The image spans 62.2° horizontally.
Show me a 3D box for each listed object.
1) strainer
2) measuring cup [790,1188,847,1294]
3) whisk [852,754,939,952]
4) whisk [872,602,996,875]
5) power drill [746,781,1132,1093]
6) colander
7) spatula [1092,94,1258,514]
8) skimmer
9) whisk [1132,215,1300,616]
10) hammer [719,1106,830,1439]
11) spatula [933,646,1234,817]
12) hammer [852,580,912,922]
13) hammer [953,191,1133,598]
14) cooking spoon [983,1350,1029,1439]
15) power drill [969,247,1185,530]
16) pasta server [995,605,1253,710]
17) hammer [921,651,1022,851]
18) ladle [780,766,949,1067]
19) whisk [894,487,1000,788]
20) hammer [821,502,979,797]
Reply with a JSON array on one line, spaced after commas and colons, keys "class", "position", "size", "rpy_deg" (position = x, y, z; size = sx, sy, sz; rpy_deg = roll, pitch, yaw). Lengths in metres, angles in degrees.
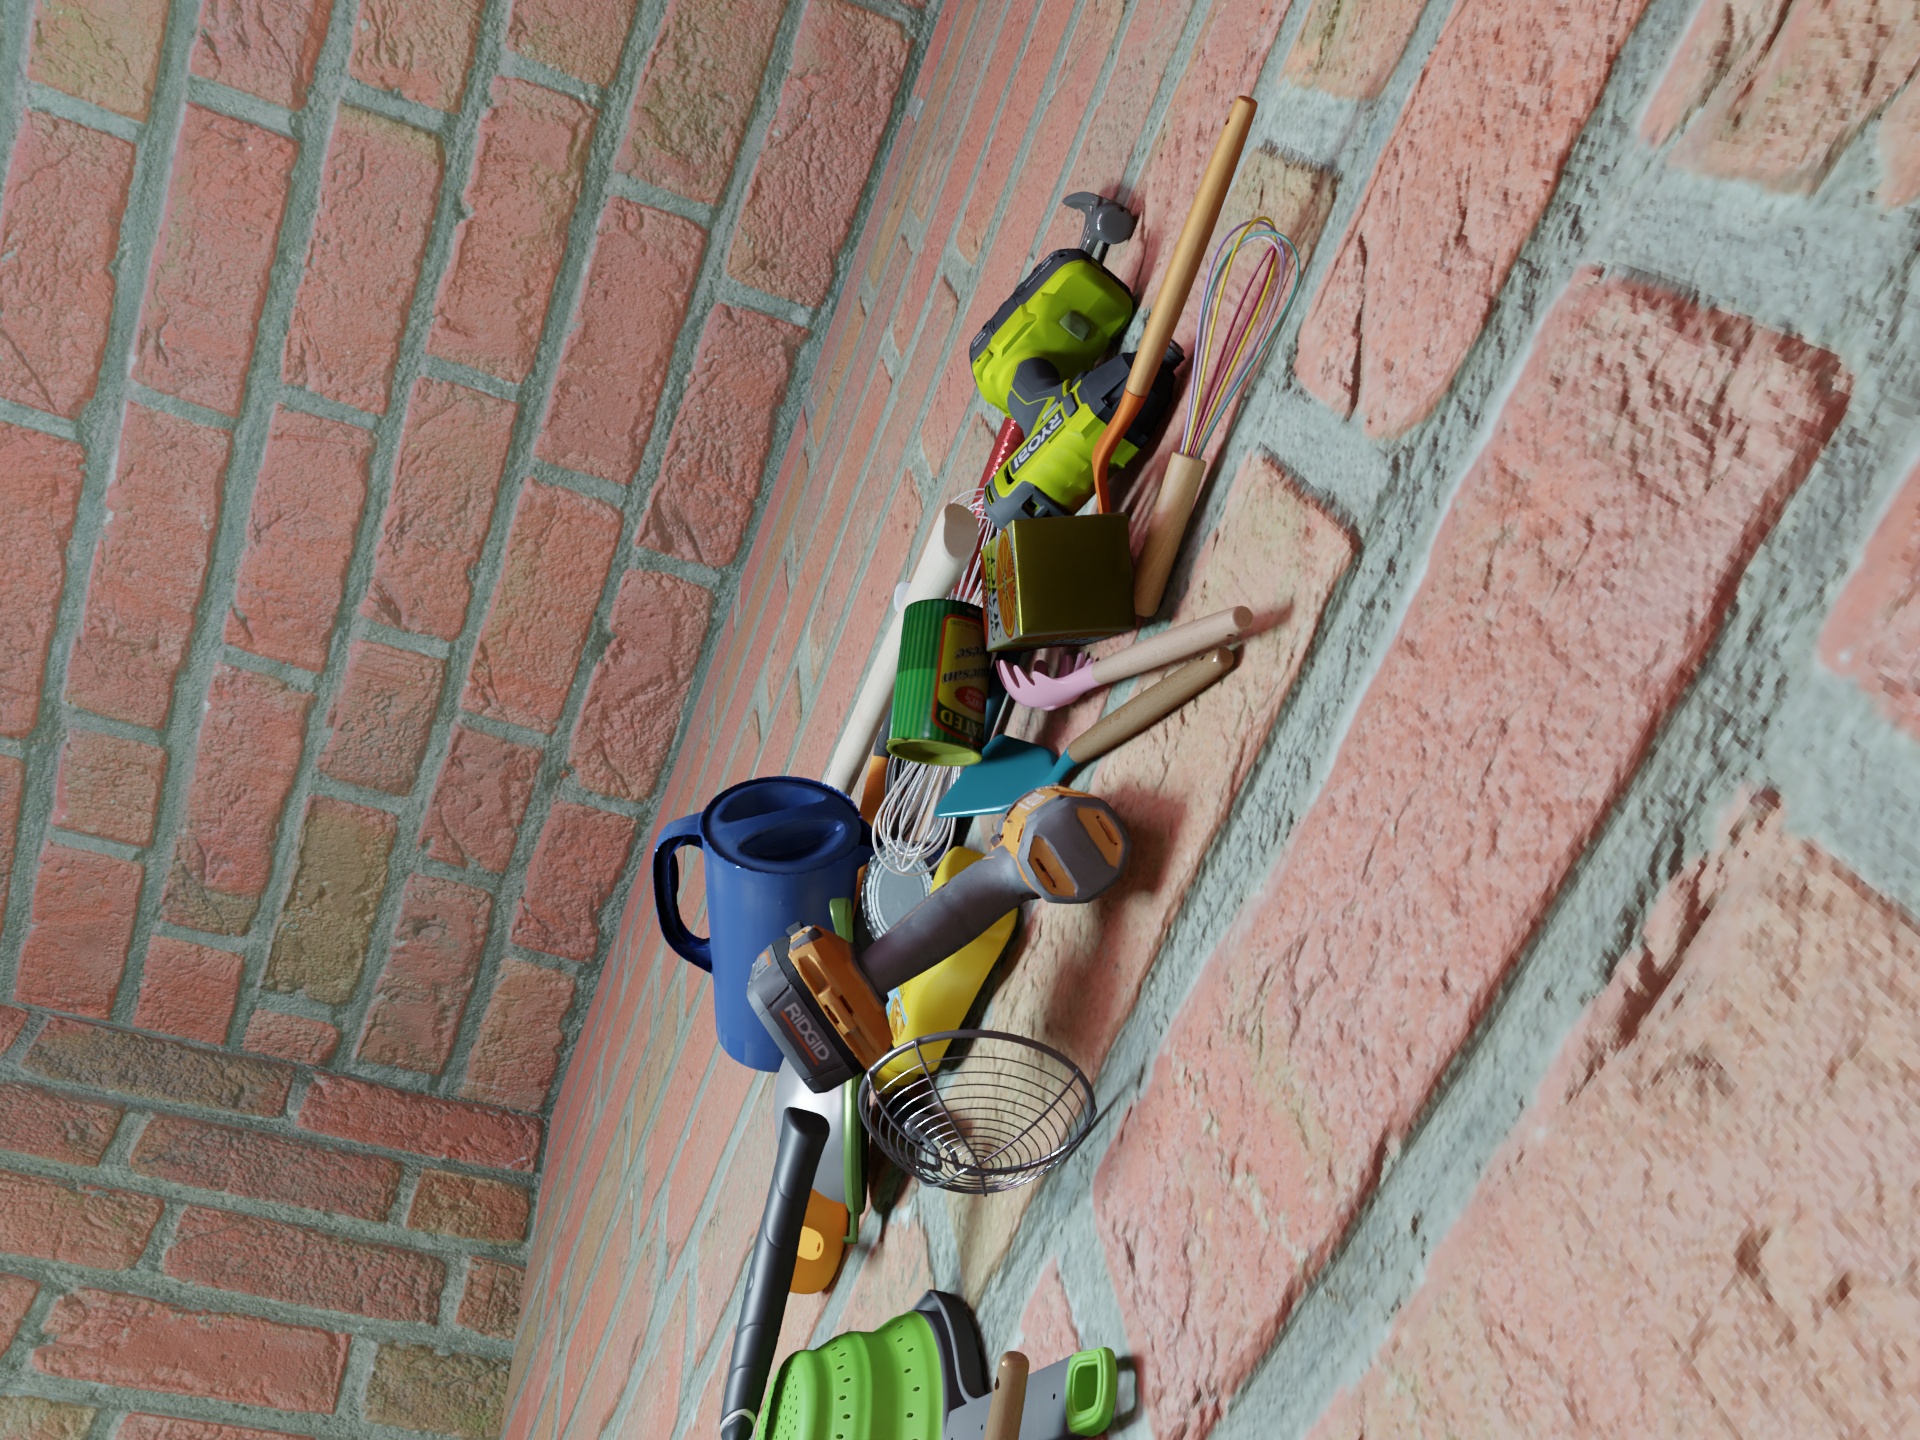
[{"class": "strainer", "position": [-0.104, 0.241, 1.157], "size": [0.152, 0.069, 0.256], "rpy_deg": [-92, 0, -65]}, {"class": "measuring cup", "position": [-0.107, 0.396, 1.208], "size": [0.173, 0.052, 0.095], "rpy_deg": [152, 133, -66]}, {"class": "whisk", "position": [-0.055, 0.104, 1.352], "size": [0.055, 0.055, 0.239], "rpy_deg": [-106, 31, -63]}, {"class": "whisk", "position": [-0.002, -0.004, 1.155], "size": [0.058, 0.059, 0.246], "rpy_deg": [-167, 99, -79]}, {"class": "power drill", "position": [-0.012, 0.114, 0.945], "size": [0.226, 0.084, 0.185], "rpy_deg": [-34, 4, -4]}, {"class": "colander", "position": [-0.036, 0.394, 0.875], "size": [0.397, 0.094, 0.205], "rpy_deg": [126, 155, -51]}, {"class": "spatula", "position": [0.126, -0.225, 0.989], "size": [0.081, 0.041, 0.322], "rpy_deg": [-93, 18, -52]}, {"class": "skimmer", "position": [-0.010, 0.228, 0.979], "size": [0.363, 0.127, 0.090], "rpy_deg": [135, 144, -78]}, {"class": "whisk", "position": [0.148, -0.179, 0.958], "size": [0.047, 0.051, 0.245], "rpy_deg": [-51, -22, -74]}, {"class": "hammer", "position": [-0.135, 0.435, 0.936], "size": [0.149, 0.036, 0.409], "rpy_deg": [140, 144, -68]}, {"class": "spatula", "position": [0.076, 0.006, 0.991], "size": [0.082, 0.044, 0.317], "rpy_deg": [-50, 6, -28]}, {"class": "hammer", "position": [-0.073, 0.046, 1.455], "size": [0.127, 0.034, 0.337], "rpy_deg": [85, -164, -84]}, {"class": "hammer", "position": [0.055, -0.278, 1.379], "size": [0.149, 0.036, 0.359], "rpy_deg": [-114, 44, -68]}, {"class": "cooking spoon", "position": [0.000, 0.454, 0.763], "size": [0.069, 0.017, 0.319], "rpy_deg": [-152, 71, -72]}, {"class": "power drill", "position": [0.081, -0.246, 1.155], "size": [0.171, 0.080, 0.223], "rpy_deg": [-45, 31, 25]}, {"class": "pasta server", "position": [0.095, -0.041, 0.961], "size": [0.316, 0.060, 0.040], "rpy_deg": [159, 104, -71]}, {"class": "hammer", "position": [0.008, 0.025, 1.227], "size": [0.128, 0.033, 0.331], "rpy_deg": [-124, 52, -69]}, {"class": "ladle", "position": [-0.066, 0.161, 1.304], "size": [0.078, 0.062, 0.320], "rpy_deg": [-9, -59, -79]}, {"class": "whisk", "position": [-0.013, -0.065, 1.354], "size": [0.070, 0.070, 0.284], "rpy_deg": [-104, 30, -62]}, {"class": "hammer", "position": [-0.074, -0.022, 1.349], "size": [0.146, 0.038, 0.410], "rpy_deg": [-97, 26, -46]}]
